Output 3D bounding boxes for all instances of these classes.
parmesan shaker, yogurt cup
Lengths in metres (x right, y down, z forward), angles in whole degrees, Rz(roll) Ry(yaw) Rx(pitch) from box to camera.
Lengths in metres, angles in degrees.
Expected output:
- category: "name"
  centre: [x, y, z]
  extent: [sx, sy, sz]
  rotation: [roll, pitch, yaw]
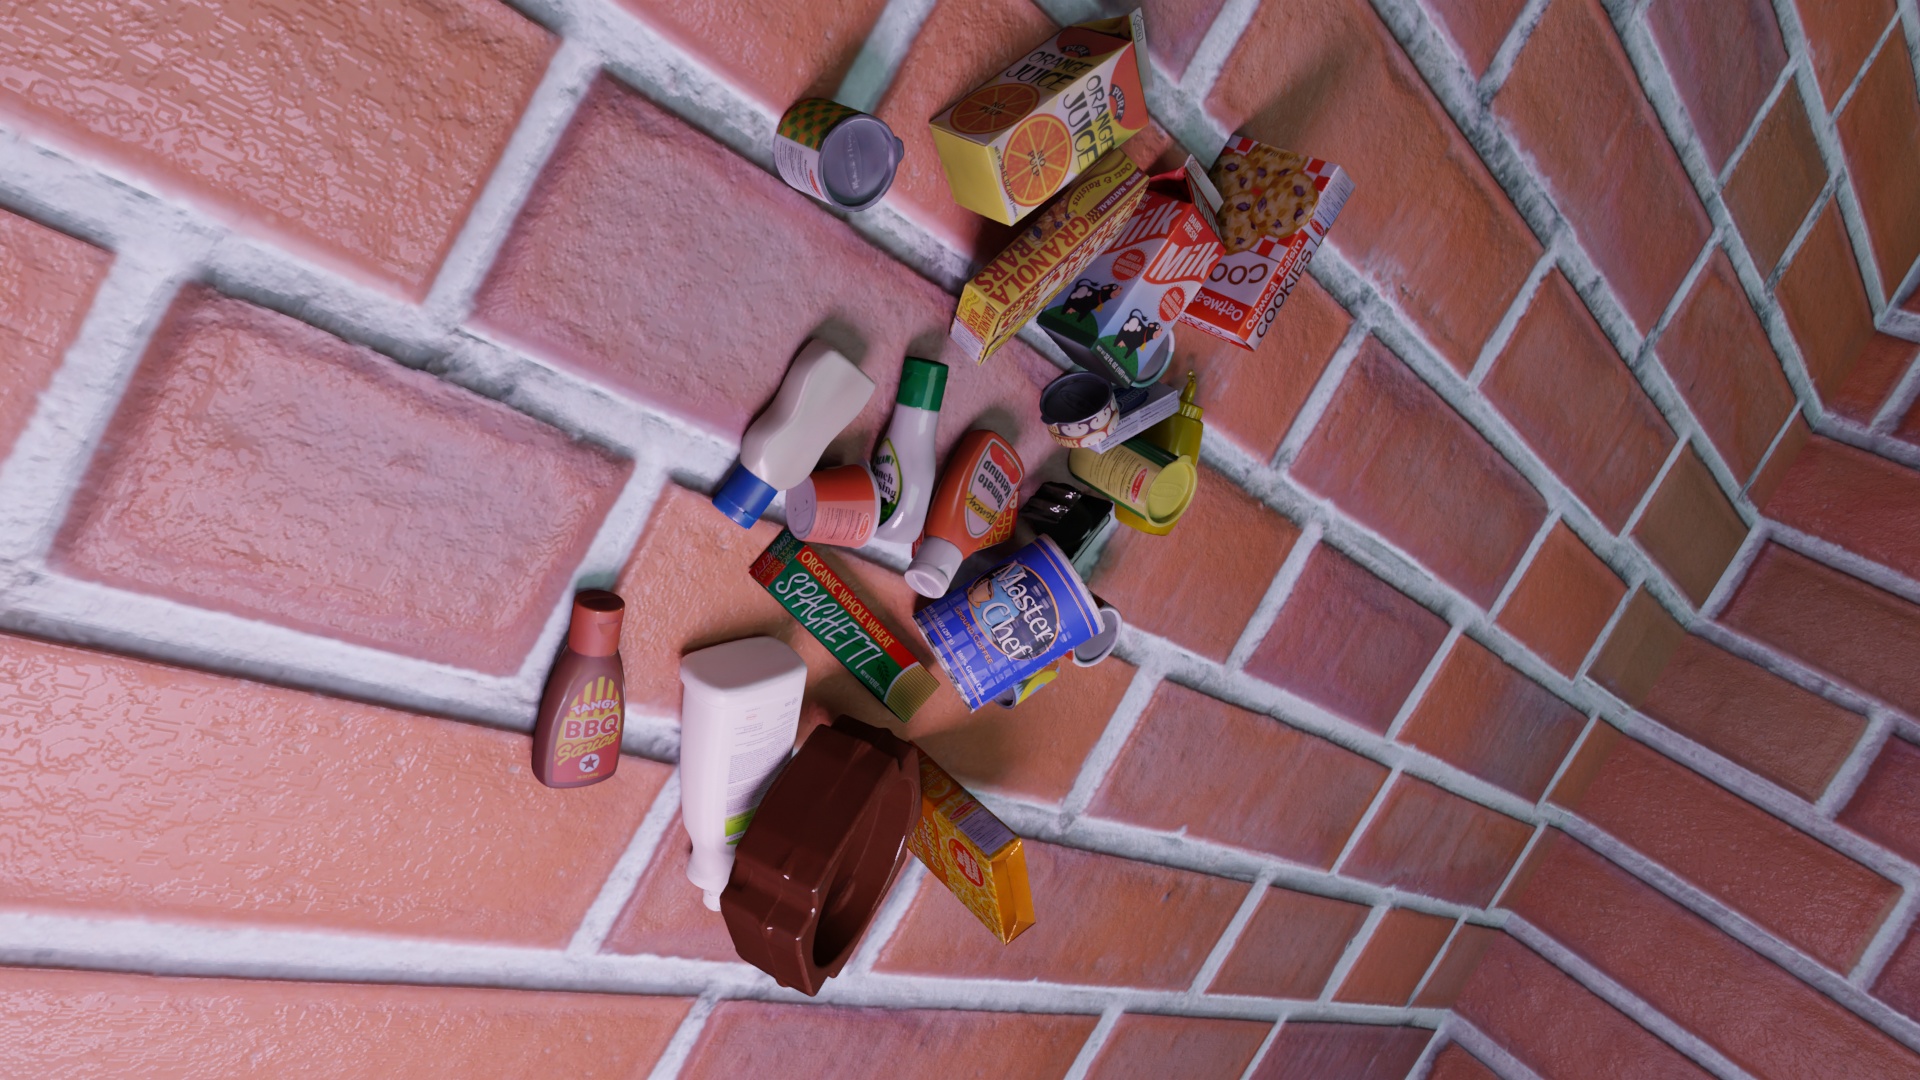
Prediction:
- category: "parmesan shaker"
  centre: [0.158, -0.066, 1.274]
  extent: [0.071, 0.103, 0.071]
  rotation: [-23, 129, -31]
- category: "yogurt cup"
  centre: [-0.102, -0.027, 1.089]
  extent: [0.054, 0.072, 0.072]
  rotation: [0, 115, -34]

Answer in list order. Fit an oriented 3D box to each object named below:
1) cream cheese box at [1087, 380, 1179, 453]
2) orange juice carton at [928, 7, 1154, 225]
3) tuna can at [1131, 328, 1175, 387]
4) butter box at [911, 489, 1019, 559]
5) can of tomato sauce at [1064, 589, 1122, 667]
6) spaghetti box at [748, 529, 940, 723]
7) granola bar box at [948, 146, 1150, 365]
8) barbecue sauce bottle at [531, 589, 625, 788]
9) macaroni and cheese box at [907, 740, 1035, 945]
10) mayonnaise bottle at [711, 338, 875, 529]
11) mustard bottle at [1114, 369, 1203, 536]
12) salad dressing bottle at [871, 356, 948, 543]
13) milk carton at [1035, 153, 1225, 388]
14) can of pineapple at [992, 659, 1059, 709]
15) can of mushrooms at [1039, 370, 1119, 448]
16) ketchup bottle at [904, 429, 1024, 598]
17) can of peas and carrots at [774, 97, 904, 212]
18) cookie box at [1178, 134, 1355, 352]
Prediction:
- category: "cream cheese box"
  centre: [0.145, -0.116, 1.268]
  extent: [0.104, 0.053, 0.024]
  rotation: [-29, 130, -27]
- category: "orange juice carton"
  centre: [0.076, -0.328, 1.058]
  extent: [0.193, 0.073, 0.071]
  rotation: [-40, 136, -18]
- category: "tuna can"
  centre: [0.160, -0.172, 1.262]
  extent: [0.071, 0.033, 0.070]
  rotation: [-23, 128, -32]
- category: "butter box"
  centre: [0.004, -0.015, 1.223]
  extent: [0.104, 0.024, 0.052]
  rotation: [-18, 127, -34]
- category: "can of tomato sauce"
  centre: [0.105, 0.074, 1.327]
  extent: [0.071, 0.083, 0.070]
  rotation: [-22, 128, -31]
- category: "spaghetti box"
  centre: [-0.094, 0.079, 1.187]
  extent: [0.050, 0.029, 0.249]
  rotation: [-49, 138, -9]
- category: "granola bar box"
  centre: [0.068, -0.220, 1.092]
  extent: [0.166, 0.039, 0.124]
  rotation: [-44, 177, -13]
- category: "barbecue sauce bottle"
  centre: [-0.277, 0.110, 1.027]
  extent: [0.065, 0.044, 0.148]
  rotation: [-4, 117, -40]
- category: "macaroni and cheese box"
  centre: [-0.003, 0.280, 1.293]
  extent: [0.040, 0.167, 0.123]
  rotation: [-30, 132, -25]
- category: "mayonnaise bottle"
  centre: [-0.130, -0.077, 1.049]
  extent: [0.148, 0.041, 0.064]
  rotation: [-53, 136, -2]
- category: "mustard bottle"
  centre: [0.199, -0.086, 1.331]
  extent: [0.049, 0.065, 0.160]
  rotation: [10, 104, -41]
- category: "salad dressing bottle"
  centre: [-0.043, -0.073, 1.120]
  extent: [0.044, 0.064, 0.147]
  rotation: [6, 103, -34]
- category: "milk carton"
  centre: [0.158, -0.235, 1.191]
  extent: [0.190, 0.073, 0.072]
  rotation: [-54, 138, -2]
- category: "can of pineapple"
  centre: [0.052, 0.117, 1.316]
  extent: [0.058, 0.071, 0.070]
  rotation: [-33, 133, -25]
- category: "can of mushrooms"
  centre: [0.103, -0.114, 1.222]
  extent: [0.071, 0.071, 0.033]
  rotation: [-41, 137, -16]
- category: "ketchup bottle"
  centre: [0.001, -0.020, 1.162]
  extent: [0.064, 0.043, 0.149]
  rotation: [50, 54, -33]
- category: "can of peas and carrots"
  centre: [-0.084, -0.267, 0.958]
  extent: [0.071, 0.059, 0.070]
  rotation: [-23, 129, -32]
- category: "cookie box"
  centre: [0.249, -0.262, 1.220]
  extent: [0.040, 0.123, 0.167]
  rotation: [27, 95, -47]
